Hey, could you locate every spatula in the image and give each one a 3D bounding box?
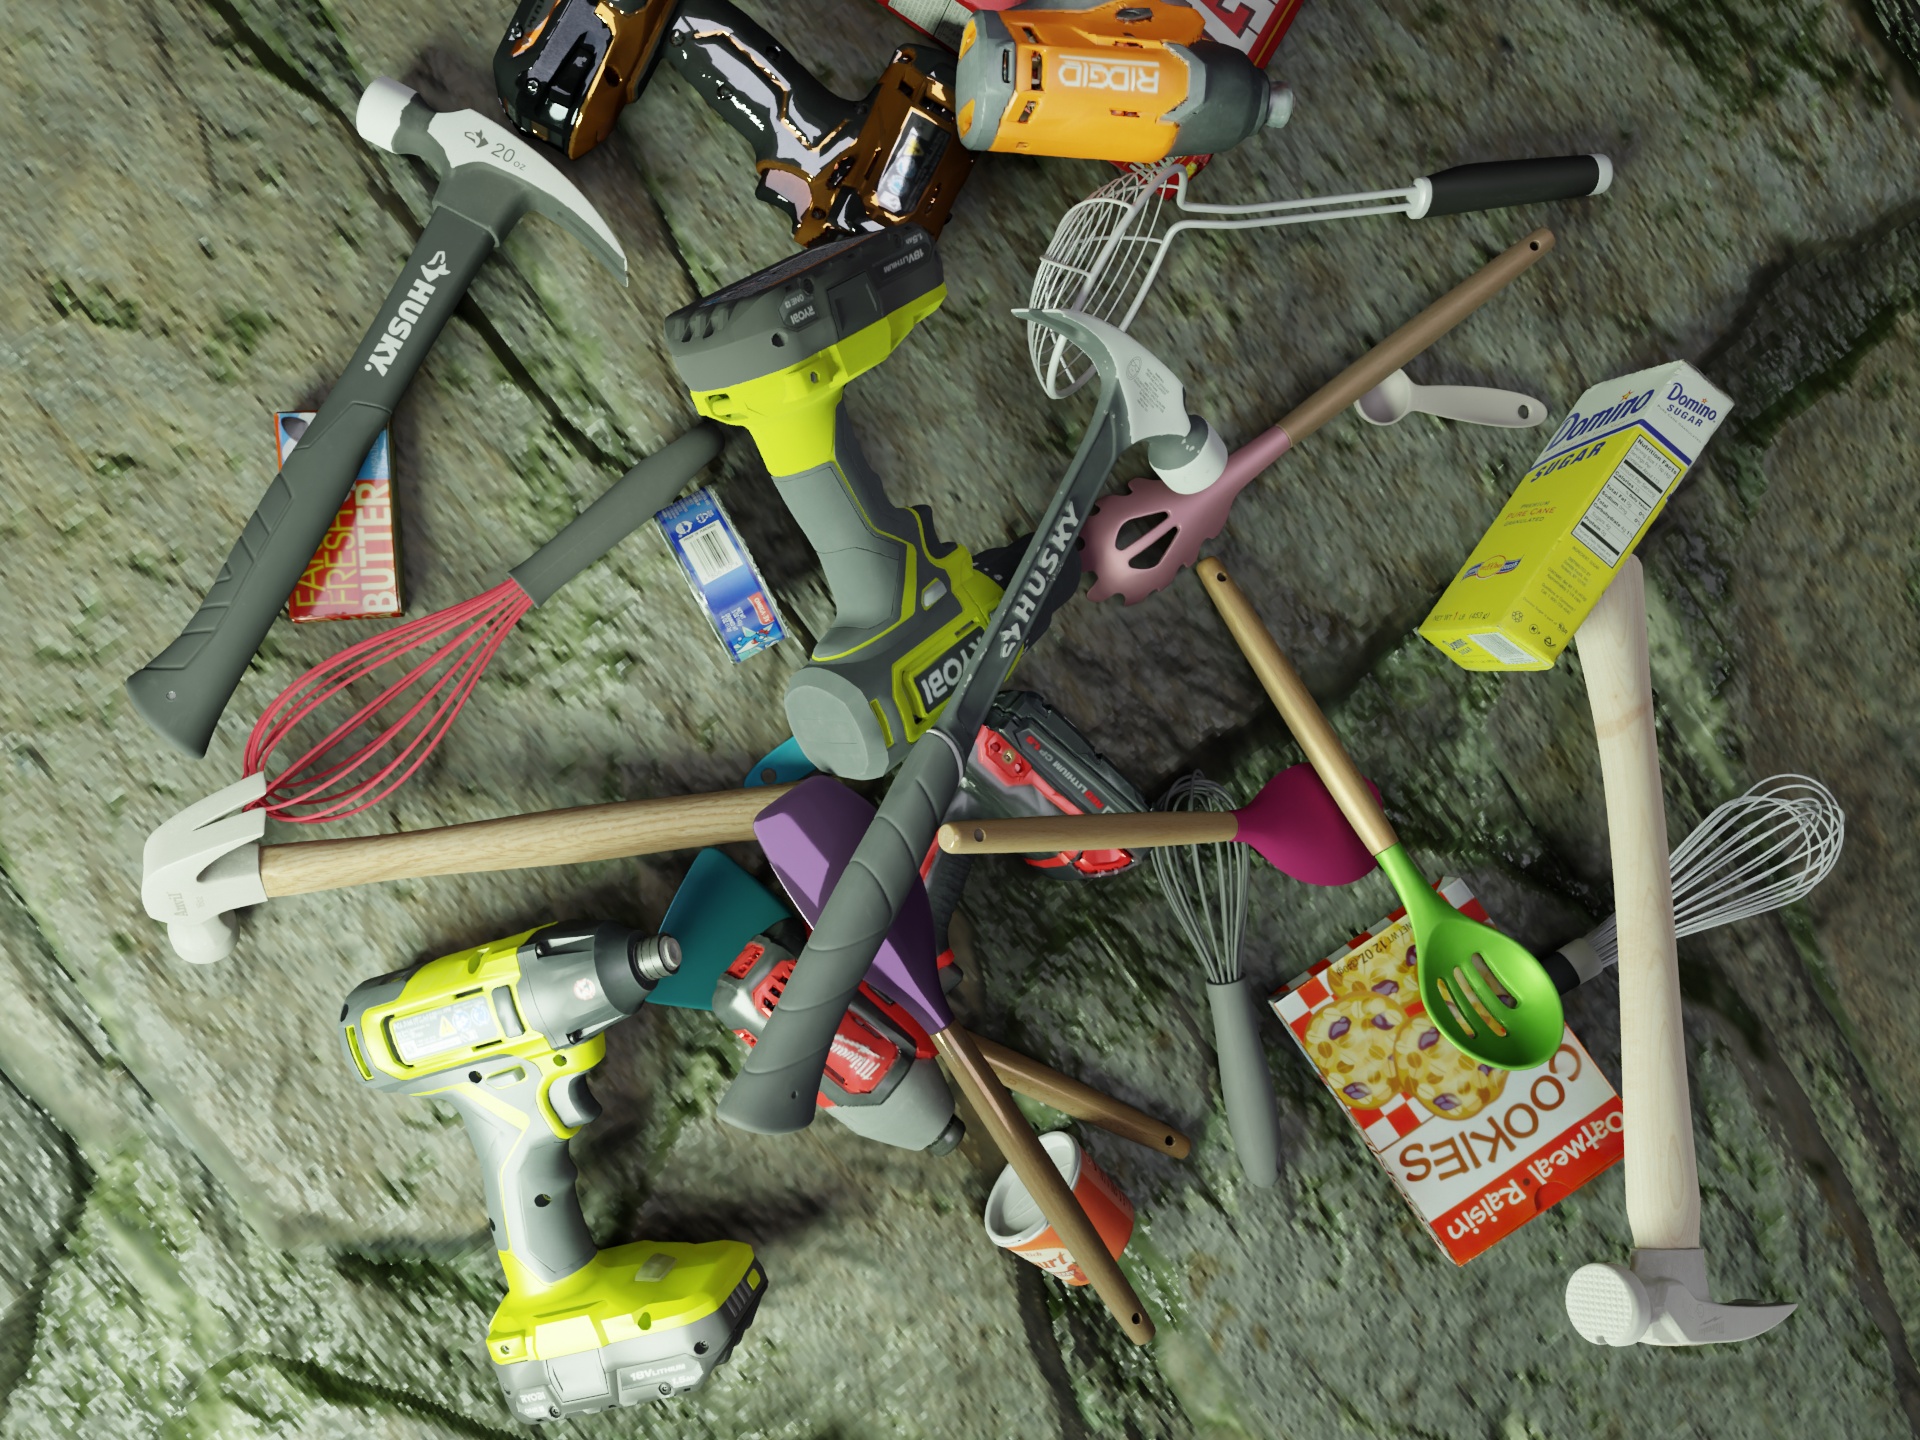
[{"bbox_3d":[-0.012,0.167,0.837,0.317,0.044,0.082,26,77,-11],"label":"spatula"},{"bbox_3d":[0.007,0.164,0.751,0.060,0.018,0.316,-34,96,-18],"label":"spatula"}]

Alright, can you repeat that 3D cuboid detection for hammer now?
[{"bbox_3d":[-0.286,-0.135,0.753,0.146,0.035,0.335,27,79,-6],"label":"hammer"},{"bbox_3d":[-0.001,-0.002,0.725,0.149,0.036,0.409,40,72,-43],"label":"hammer"},{"bbox_3d":[0.368,0.110,0.842,0.146,0.038,0.411,12,72,-32],"label":"hammer"},{"bbox_3d":[-0.216,0.058,0.775,0.331,0.130,0.031,-6,60,-18],"label":"hammer"}]

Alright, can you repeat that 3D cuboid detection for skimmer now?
[{"bbox_3d":[0.200,-0.247,0.836,0.363,0.127,0.090,-12,63,-16],"label":"skimmer"}]

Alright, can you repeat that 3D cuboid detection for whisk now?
[{"bbox_3d":[-0.231,-0.051,0.783,0.296,0.073,0.073,-42,98,-12],"label":"whisk"},{"bbox_3d":[0.378,0.121,0.901,0.284,0.070,0.070,-31,97,-2],"label":"whisk"},{"bbox_3d":[0.145,0.143,0.864,0.055,0.055,0.239,-14,98,-10],"label":"whisk"}]

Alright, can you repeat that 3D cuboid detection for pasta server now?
[{"bbox_3d":[0.192,-0.168,0.856,0.316,0.040,0.060,-37,97,-4],"label":"pasta server"}]

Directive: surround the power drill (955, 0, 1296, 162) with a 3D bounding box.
[{"bbox_3d":[0.083,-0.379,0.746,0.164,0.084,0.226,0,97,-12],"label":"power drill"}]

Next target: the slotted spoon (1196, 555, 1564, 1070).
[{"bbox_3d":[0.214,0.045,0.844,0.070,0.031,0.314,-28,80,-18],"label":"slotted spoon"}]

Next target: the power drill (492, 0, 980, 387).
[{"bbox_3d":[-0.113,-0.280,0.788,0.226,0.084,0.185,26,89,-14],"label":"power drill"}]

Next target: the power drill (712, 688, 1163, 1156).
[{"bbox_3d":[-0.004,0.103,0.798,0.143,0.078,0.220,43,74,-10],"label":"power drill"}]

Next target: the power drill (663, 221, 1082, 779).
[{"bbox_3d":[-0.030,-0.111,0.761,0.190,0.080,0.228,-39,119,-38],"label":"power drill"}]

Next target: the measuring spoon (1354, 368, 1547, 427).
[{"bbox_3d":[0.274,-0.178,0.894,0.124,0.018,0.034,3,94,-17],"label":"measuring spoon"}]

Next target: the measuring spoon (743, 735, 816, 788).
[{"bbox_3d":[-0.060,0.001,0.839,0.128,0.021,0.042,-33,95,2],"label":"measuring spoon"}]

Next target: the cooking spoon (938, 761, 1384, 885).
[{"bbox_3d":[0.117,0.054,0.796,0.318,0.017,0.069,1,80,-39],"label":"cooking spoon"}]

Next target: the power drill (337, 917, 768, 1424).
[{"bbox_3d":[-0.185,0.210,0.769,0.171,0.080,0.223,-17,96,15],"label":"power drill"}]
